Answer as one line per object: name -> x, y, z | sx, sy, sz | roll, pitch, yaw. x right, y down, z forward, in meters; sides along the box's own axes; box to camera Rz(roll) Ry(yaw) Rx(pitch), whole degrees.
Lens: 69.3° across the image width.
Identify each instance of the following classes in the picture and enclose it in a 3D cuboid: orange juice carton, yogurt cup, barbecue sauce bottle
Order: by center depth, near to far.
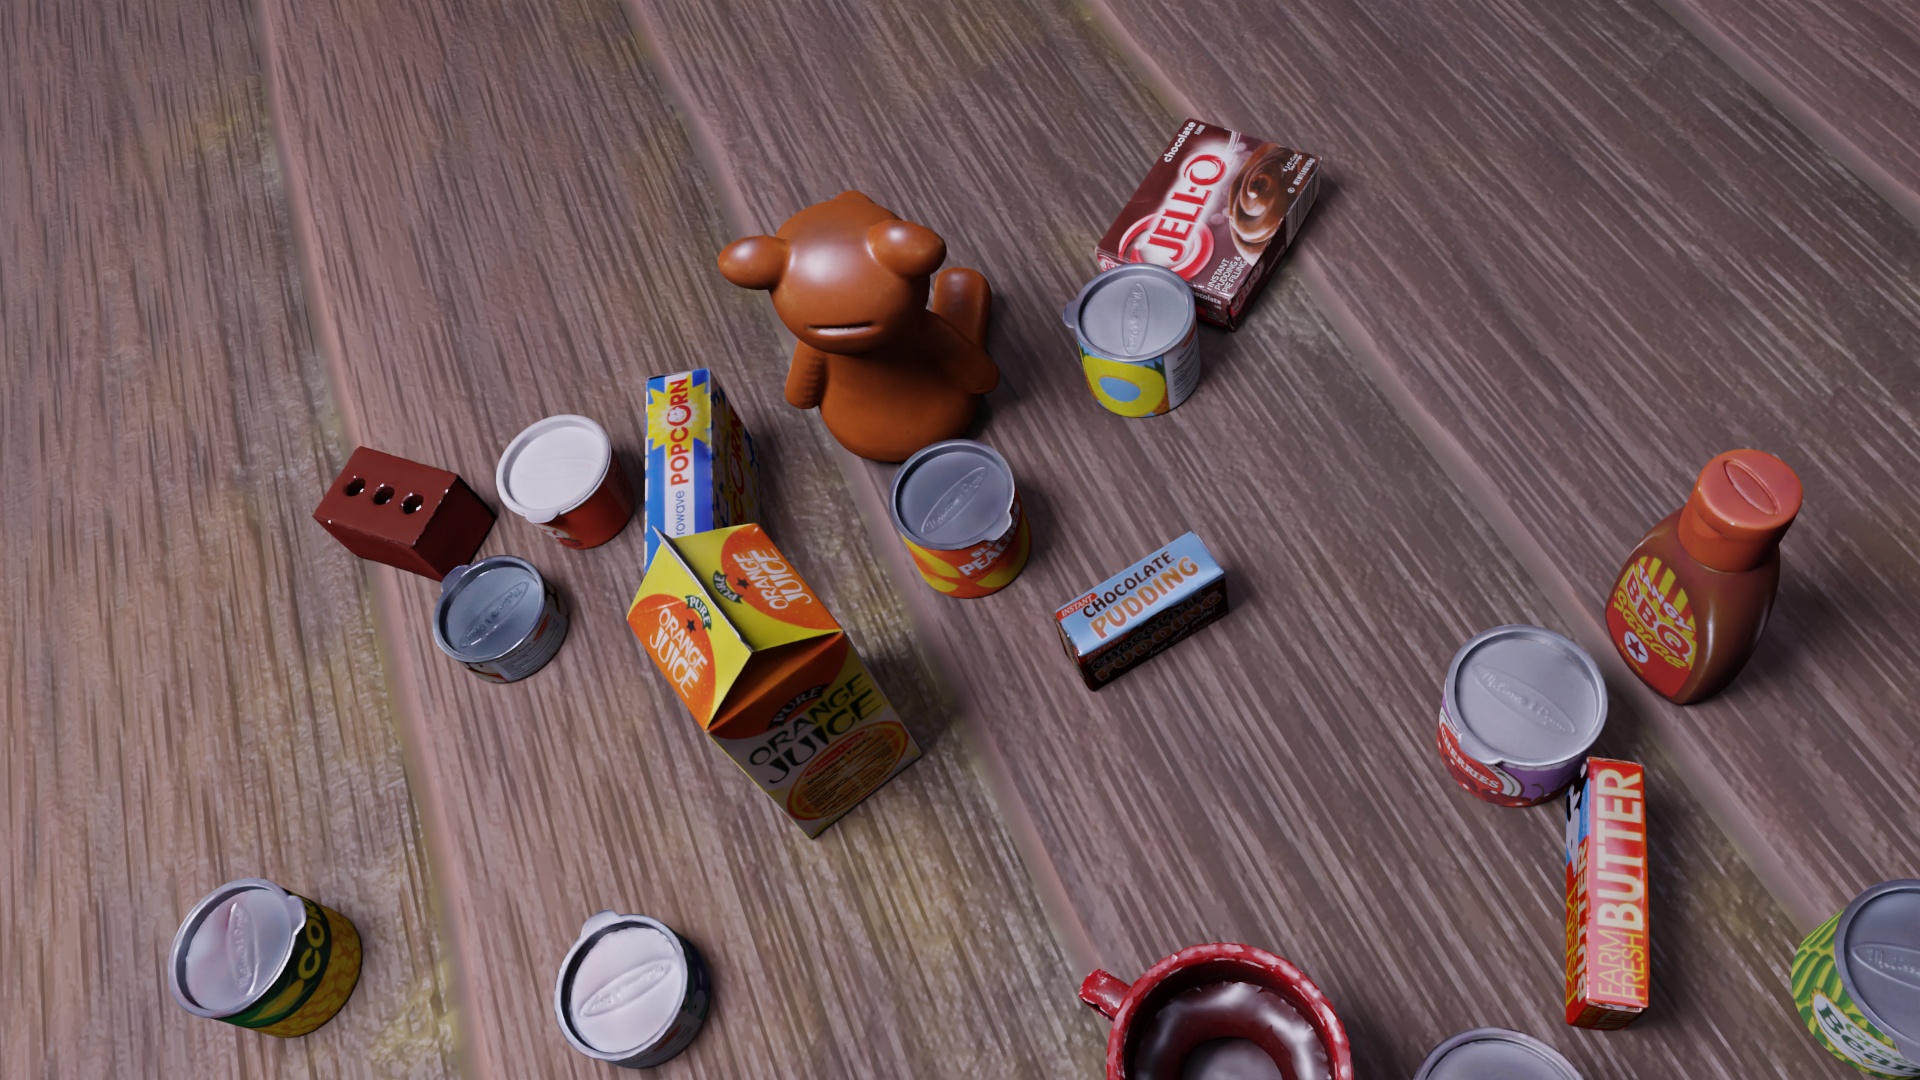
barbecue sauce bottle -> 0.317, 0.015, 0.592 | 0.044, 0.148, 0.065 | -25, 58, -1
orange juice carton -> -0.086, 0.061, 0.633 | 0.073, 0.192, 0.072 | -37, 60, -9
yogurt cup -> -0.224, -0.031, 0.800 | 0.072, 0.053, 0.073 | -6, 60, 10

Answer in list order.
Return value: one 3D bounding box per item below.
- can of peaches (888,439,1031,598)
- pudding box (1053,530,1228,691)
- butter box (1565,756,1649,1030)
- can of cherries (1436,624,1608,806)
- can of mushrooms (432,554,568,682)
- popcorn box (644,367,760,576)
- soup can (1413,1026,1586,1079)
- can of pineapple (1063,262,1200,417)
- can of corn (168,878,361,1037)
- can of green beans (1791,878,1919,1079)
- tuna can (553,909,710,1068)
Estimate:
can of peaches -> 0.003, -0.009, 0.732 | 0.071, 0.058, 0.071 | -6, 60, 10
pudding box -> 0.091, 0.035, 0.691 | 0.084, 0.049, 0.030 | -30, 59, -4
butter box -> 0.270, 0.148, 0.582 | 0.024, 0.053, 0.104 | 5, 62, 16
can of cherries -> 0.247, 0.081, 0.623 | 0.071, 0.058, 0.072 | -6, 60, 10
can of mushrooms -> -0.258, 0.043, 0.777 | 0.071, 0.033, 0.071 | -6, 60, 10
popcorn box -> -0.139, -0.018, 0.754 | 0.038, 0.085, 0.127 | -11, 59, 7
soup can -> 0.202, 0.231, 0.532 | 0.071, 0.083, 0.071 | -6, 60, 10
can of pineapple -> 0.097, -0.110, 0.768 | 0.071, 0.057, 0.071 | -6, 60, 10
can of corn -> -0.340, 0.206, 0.688 | 0.071, 0.058, 0.071 | -6, 60, 10
can of green beans -> 0.369, 0.172, 0.542 | 0.071, 0.057, 0.071 | -6, 60, 10
tuna can -> -0.155, 0.211, 0.657 | 0.071, 0.032, 0.071 | -6, 60, 10
